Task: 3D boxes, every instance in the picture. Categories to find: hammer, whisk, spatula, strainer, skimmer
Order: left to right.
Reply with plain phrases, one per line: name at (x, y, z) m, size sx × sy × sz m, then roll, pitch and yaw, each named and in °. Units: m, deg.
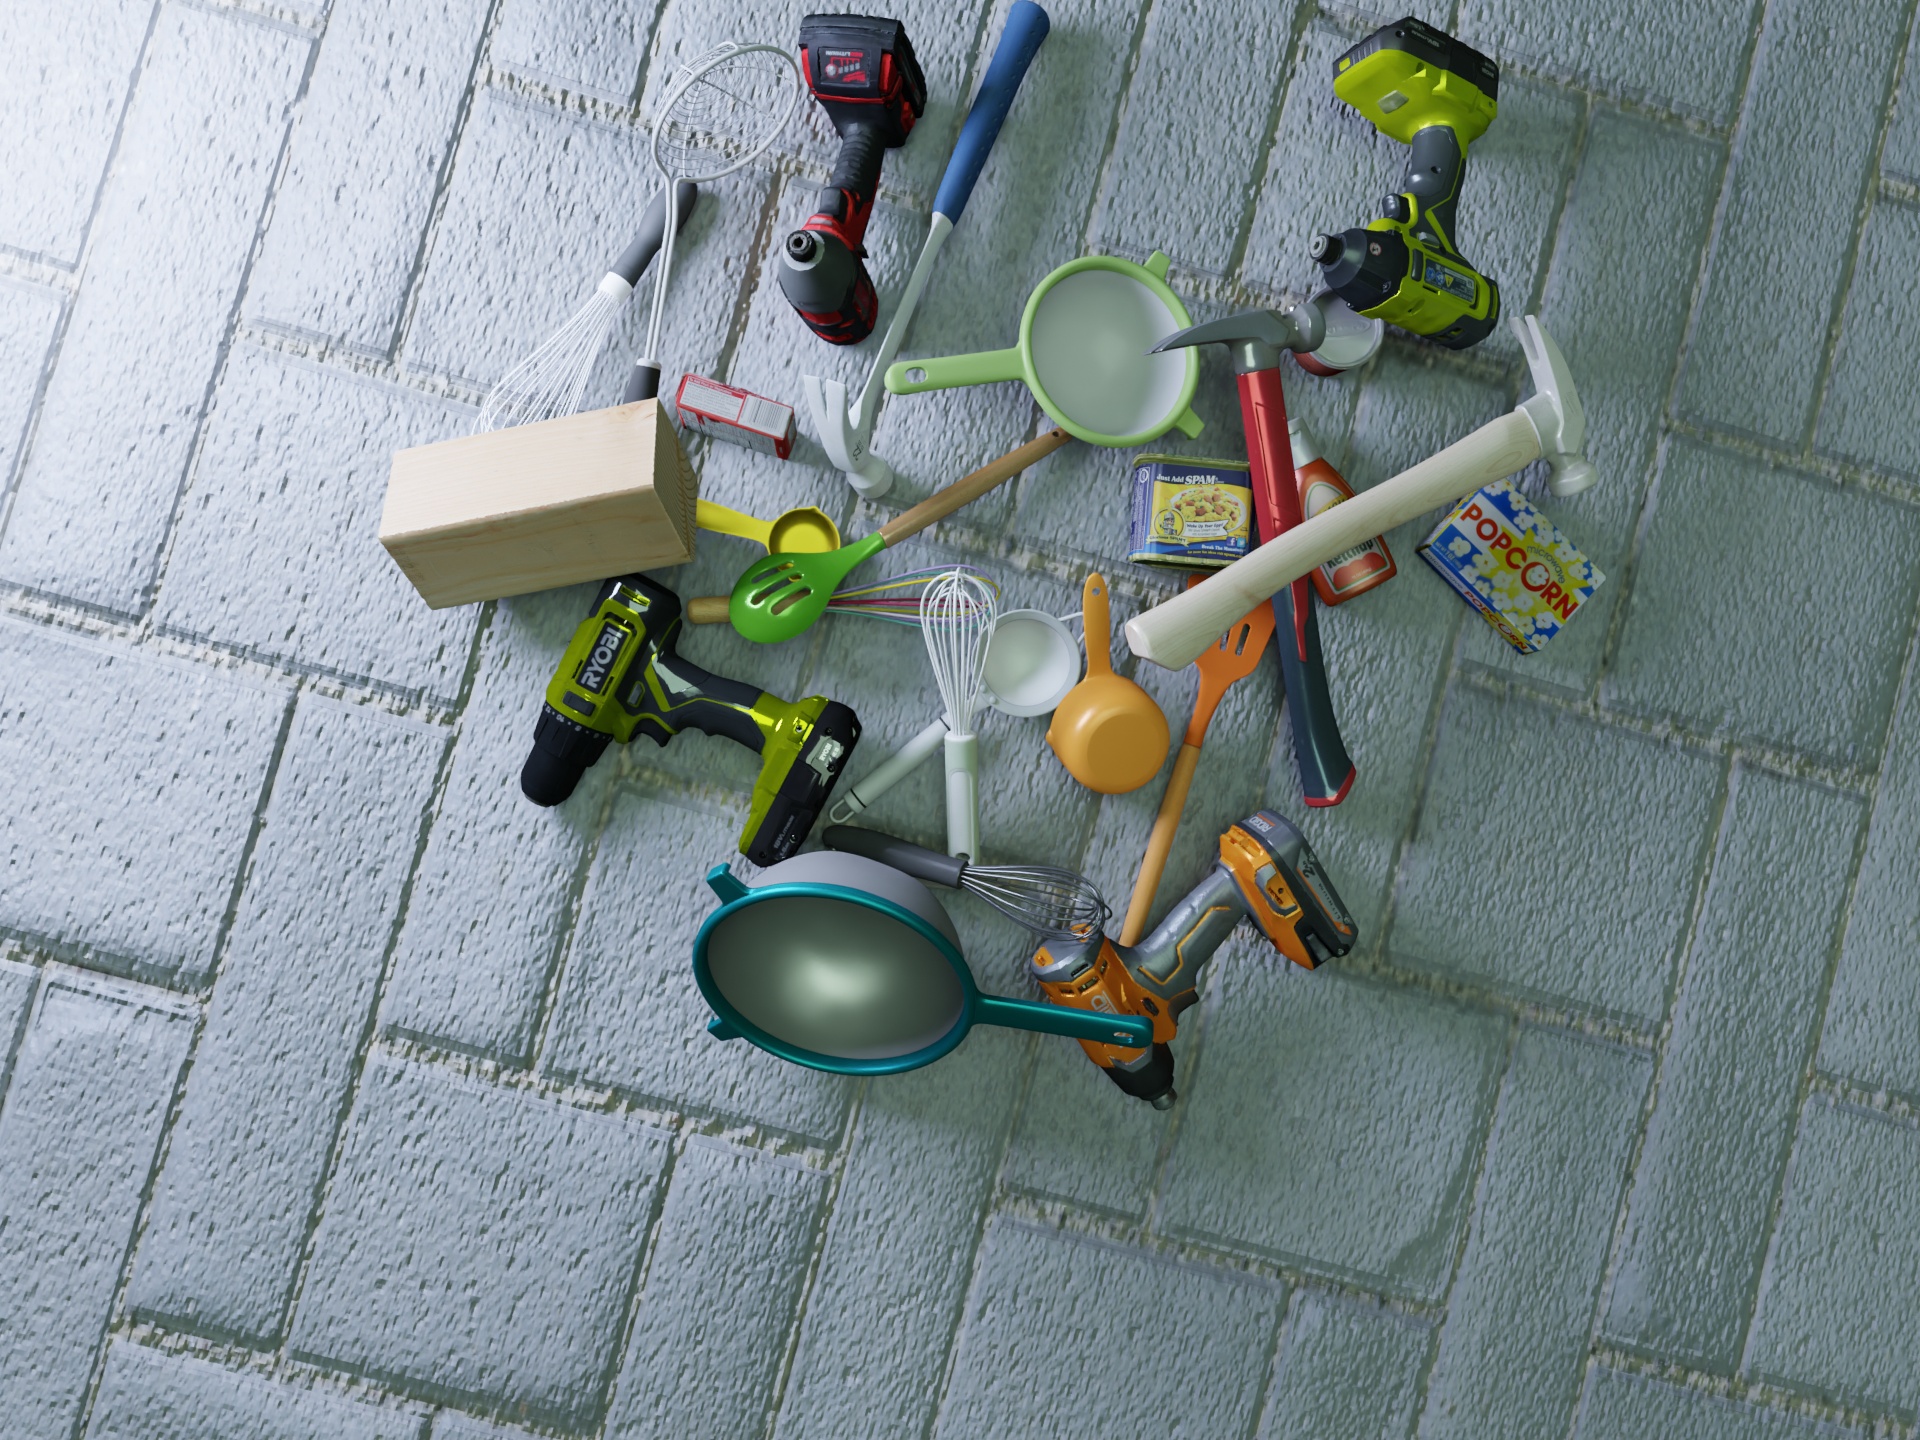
whisk at (-0.285, -0.309, 1.236) m, size 0.070 × 0.070 × 0.284 m, roll 32°, pitch 81°, yaw -3°
skimmer at (-0.203, -0.328, 1.210) m, size 0.090 × 0.127 × 0.363 m, roll 14°, pitch 97°, yaw 22°
whisk at (-0.091, -0.090, 1.248) m, size 0.245 × 0.047 × 0.051 m, roll -3°, pitch 89°, yaw 0°
strainer at (-0.023, 0.176, 1.184) m, size 0.340 × 0.210 × 0.095 m, roll 9°, pitch 42°, yaw 2°
hammer at (-0.018, -0.381, 1.233) m, size 0.035 × 0.144 × 0.405 m, roll 18°, pitch 79°, yaw 19°
strainer at (-0.002, -0.004, 1.250) m, size 0.258 × 0.050 × 0.087 m, roll -39°, pitch 101°, yaw 1°
whisk at (0.000, 0.004, 1.210) m, size 0.058 × 0.059 × 0.246 m, roll 1°, pitch 108°, yaw 6°
whisk at (0.002, 0.118, 1.212) m, size 0.239 × 0.055 × 0.055 m, roll 15°, pitch 86°, yaw 20°
strainer at (0.058, -0.272, 1.235) m, size 0.256 × 0.069 × 0.151 m, roll -11°, pitch 88°, yaw -17°
spatula at (0.176, 0.043, 1.271) m, size 0.081 × 0.041 × 0.322 m, roll 18°, pitch 90°, yaw -4°
hammer at (0.239, -0.117, 1.227) m, size 0.143 × 0.038 × 0.386 m, roll -14°, pitch 100°, yaw -19°
hammer at (0.299, -0.160, 1.201) m, size 0.410 × 0.038 × 0.146 m, roll -28°, pitch 106°, yaw -13°

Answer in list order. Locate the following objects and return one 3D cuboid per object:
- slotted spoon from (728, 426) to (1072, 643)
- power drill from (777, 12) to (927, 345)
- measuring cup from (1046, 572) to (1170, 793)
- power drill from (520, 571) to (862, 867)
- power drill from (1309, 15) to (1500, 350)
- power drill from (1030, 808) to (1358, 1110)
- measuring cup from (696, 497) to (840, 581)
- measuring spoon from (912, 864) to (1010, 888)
slotted spoon at (-0.042, -0.154, 1.237) m, size 0.314 × 0.031 × 0.070 m, roll -32°, pitch 72°, yaw -15°
power drill at (-0.090, -0.410, 1.208) m, size 0.078 × 0.143 × 0.220 m, roll 8°, pitch 85°, yaw 12°
measuring cup at (0.115, -0.024, 1.220) m, size 0.095 × 0.052 × 0.173 m, roll -10°, pitch 114°, yaw -10°
power drill at (-0.210, 0.017, 1.214) m, size 0.228 × 0.080 × 0.190 m, roll 28°, pitch 96°, yaw 0°
power drill at (0.347, -0.418, 1.239) m, size 0.171 × 0.080 × 0.223 m, roll 13°, pitch 77°, yaw -29°
power drill at (0.188, 0.190, 1.231) m, size 0.226 × 0.084 × 0.164 m, roll -33°, pitch 104°, yaw -3°
measuring cup at (-0.170, -0.151, 1.250) m, size 0.156 × 0.029 × 0.062 m, roll 16°, pitch 86°, yaw -1°
measuring spoon at (-0.022, 0.127, 1.256) m, size 0.124 × 0.018 × 0.034 m, roll 0°, pitch 59°, yaw -10°
